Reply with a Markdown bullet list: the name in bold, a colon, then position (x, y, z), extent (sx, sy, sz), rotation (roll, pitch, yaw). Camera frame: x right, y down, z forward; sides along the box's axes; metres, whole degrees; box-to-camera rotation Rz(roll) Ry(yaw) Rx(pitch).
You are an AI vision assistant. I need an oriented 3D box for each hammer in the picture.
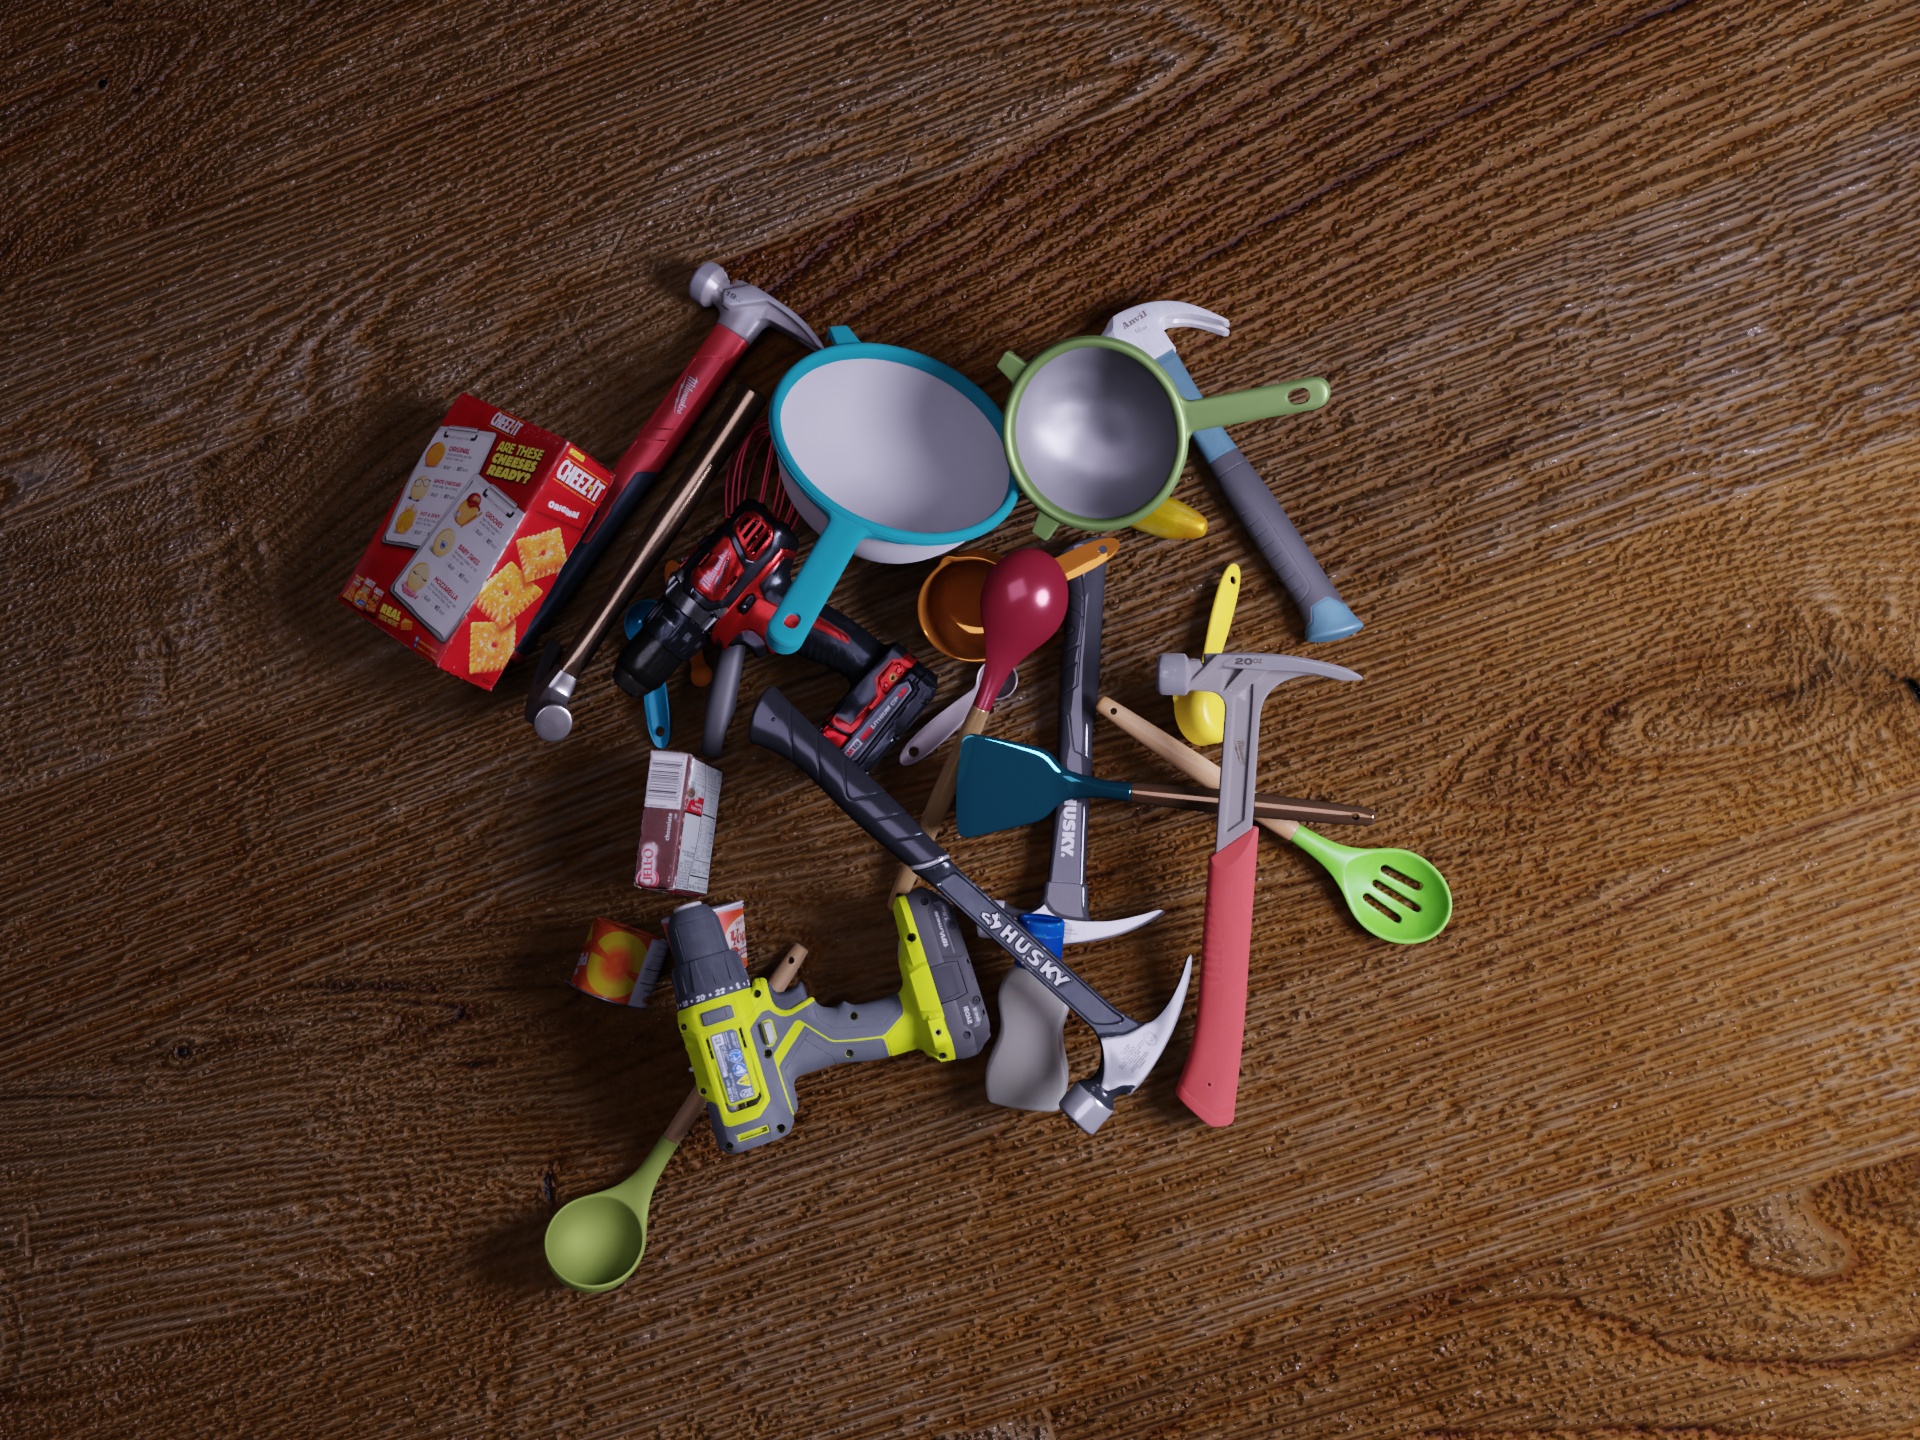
- **hammer**: position (-0.005, 0.116, 1.199), extent (0.409, 0.036, 0.149), rotation (42, 87, 10)
- **hammer**: position (0.221, -0.203, 1.303), extent (0.128, 0.033, 0.331), rotation (-31, 77, 4)
- **hammer**: position (-0.263, -0.136, 1.320), extent (0.031, 0.130, 0.331), rotation (34, 89, -24)
- **hammer**: position (-0.271, -0.207, 1.381), extent (0.143, 0.038, 0.386), rotation (34, 87, 11)
- **hammer**: position (0.099, 0.015, 1.285), extent (0.146, 0.035, 0.335), rotation (3, 81, 10)
- **hammer**: position (0.212, 0.129, 1.196), extent (0.149, 0.037, 0.359), rotation (4, 97, 7)

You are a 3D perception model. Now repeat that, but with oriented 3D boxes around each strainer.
- **strainer**: position (0.161, -0.235, 1.231), extent (0.256, 0.069, 0.151), rotation (-7, 105, 24)
- **strainer**: position (-0.083, -0.155, 1.258), extent (0.211, 0.095, 0.341), rotation (27, 52, -3)

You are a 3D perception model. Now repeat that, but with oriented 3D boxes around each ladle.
- **ladle**: position (0.005, 0.012, 1.267), extent (0.069, 0.031, 0.315), rotation (22, 102, -7)
- **ladle**: position (-0.221, 0.315, 1.277), extent (0.078, 0.062, 0.320), rotation (33, 85, 13)

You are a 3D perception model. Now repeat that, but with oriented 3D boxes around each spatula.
- **spatula**: position (0.156, 0.061, 1.223), extent (0.317, 0.044, 0.082), rotation (5, 97, 12)

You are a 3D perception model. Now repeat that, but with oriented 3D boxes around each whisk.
- **whisk**: position (-0.181, -0.114, 1.343), extent (0.073, 0.073, 0.296), rotation (11, 87, 11)

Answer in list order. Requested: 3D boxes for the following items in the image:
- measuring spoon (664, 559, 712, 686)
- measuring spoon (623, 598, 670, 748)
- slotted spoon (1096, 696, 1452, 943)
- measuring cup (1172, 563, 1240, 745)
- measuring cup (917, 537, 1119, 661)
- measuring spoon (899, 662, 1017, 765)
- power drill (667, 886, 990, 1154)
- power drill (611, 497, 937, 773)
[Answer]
- **measuring spoon**: position (-0.236, -0.085, 1.368), extent (0.021, 0.011, 0.117), rotation (-18, 78, 6)
- **measuring spoon**: position (-0.261, -0.040, 1.366), extent (0.042, 0.021, 0.128), rotation (-7, 89, 7)
- **slotted spoon**: position (0.240, 0.071, 1.240), extent (0.314, 0.031, 0.070), rotation (34, 91, 7)
- **measuring cup**: position (0.211, -0.055, 1.270), extent (0.029, 0.062, 0.156), rotation (-5, 65, 53)
- **measuring cup**: position (0.049, -0.113, 1.288), extent (0.173, 0.052, 0.095), rotation (-24, 103, 13)
- **measuring spoon**: position (-0.002, -0.004, 1.318), extent (0.124, 0.018, 0.034), rotation (-41, 77, 8)
- **power drill**: position (-0.108, 0.210, 1.236), extent (0.228, 0.080, 0.191), rotation (-17, 82, -7)
- **power drill**: position (-0.150, -0.043, 1.284), extent (0.226, 0.080, 0.188), rotation (41, 90, -2)
